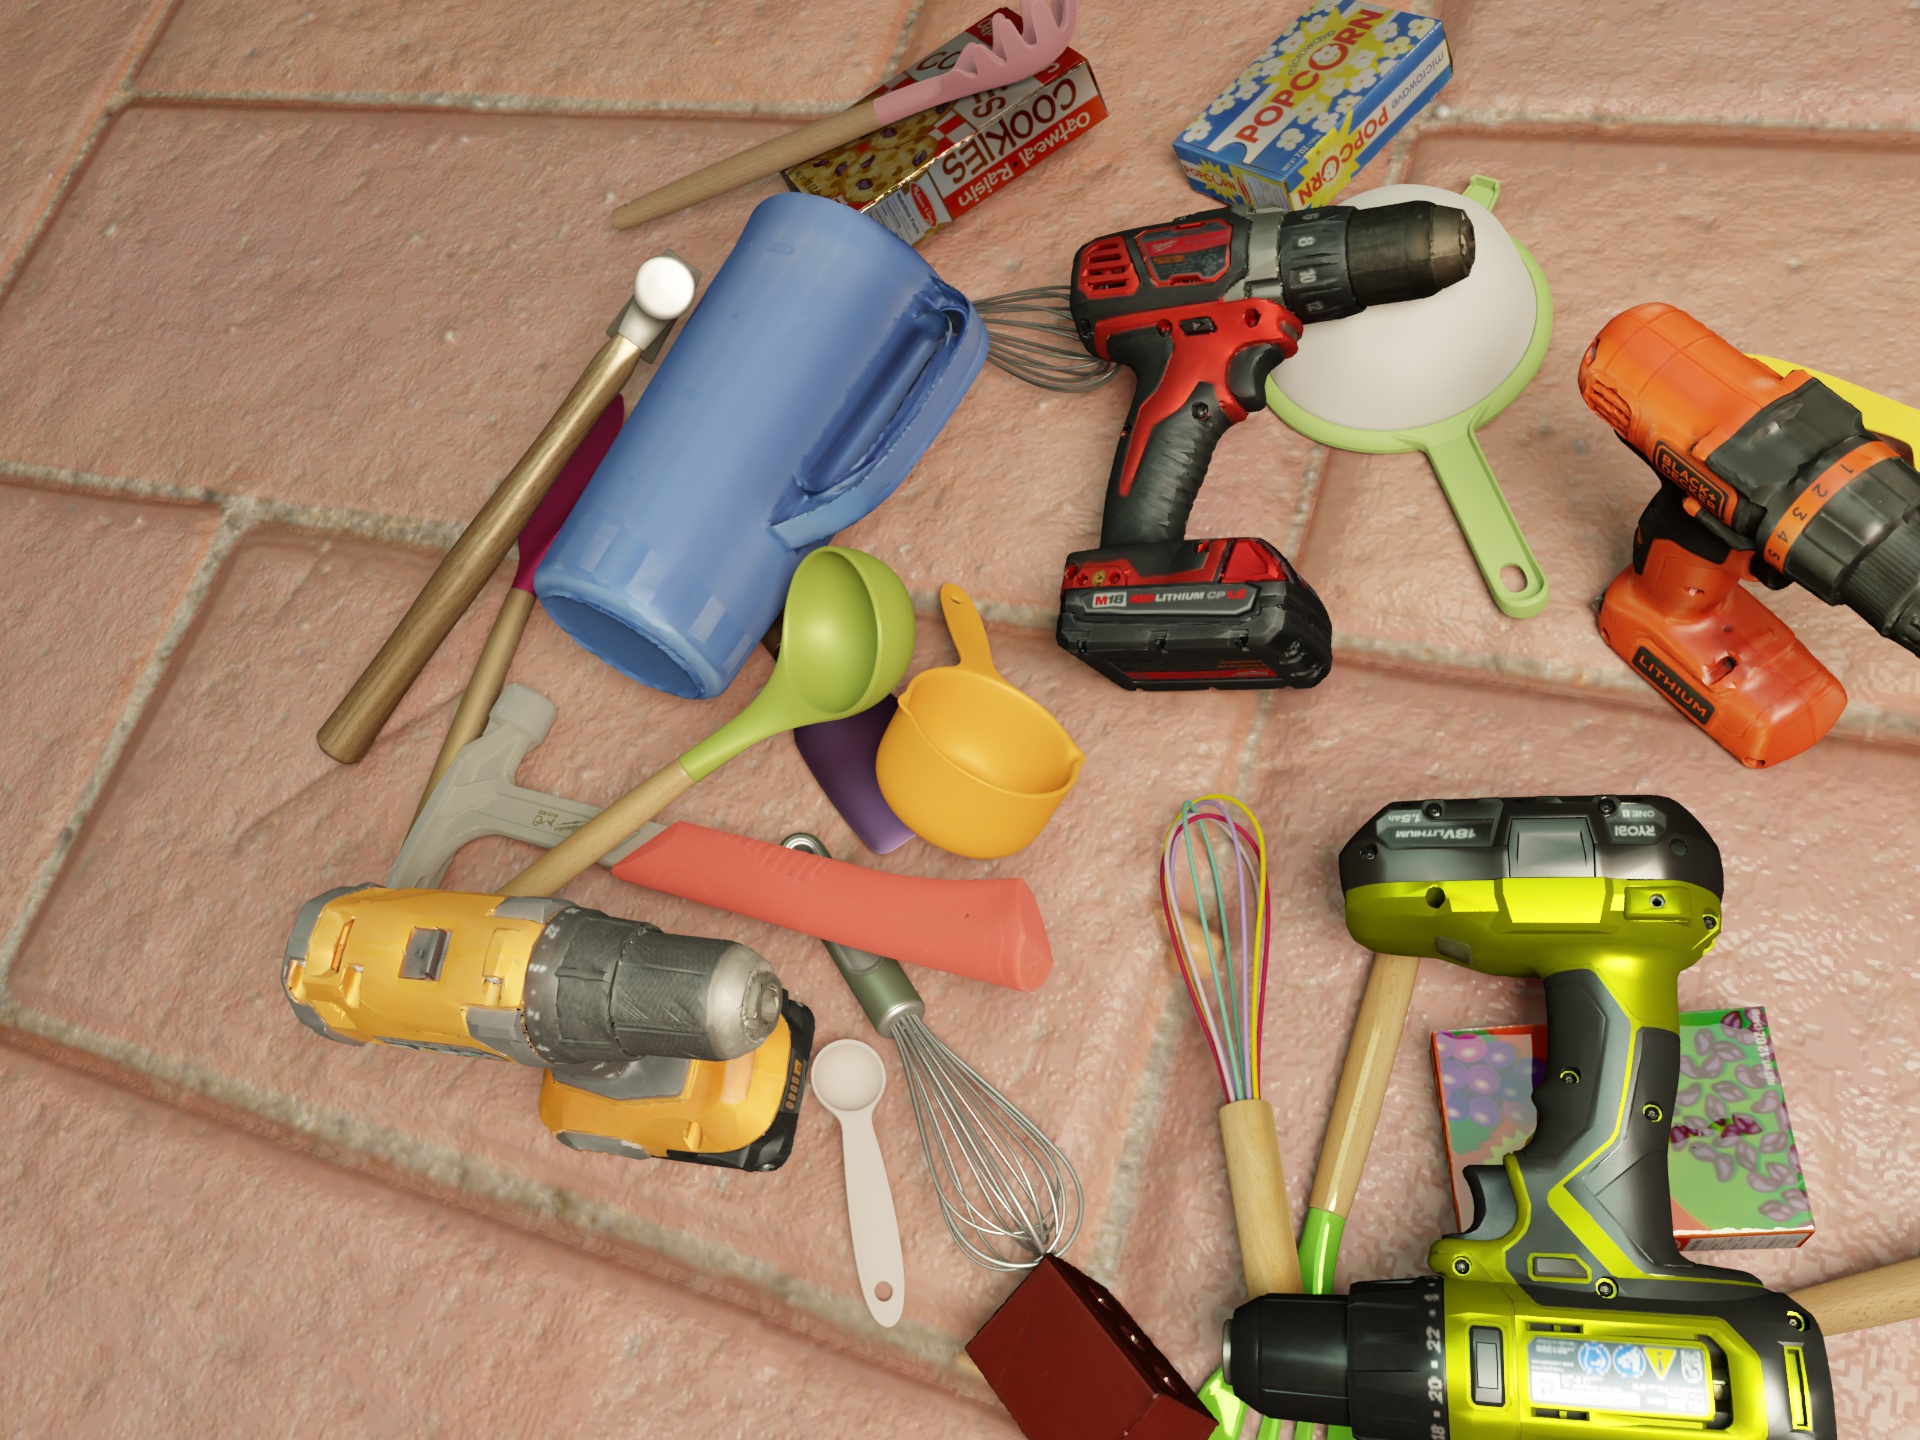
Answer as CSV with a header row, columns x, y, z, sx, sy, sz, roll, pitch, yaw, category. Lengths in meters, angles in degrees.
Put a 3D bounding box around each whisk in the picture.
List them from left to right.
x,y,z,sx,sy,sz,roll,pitch,yaw,category
-0.023,0.139,0.709,0.058,0.059,0.247,-29,55,-11,whisk
-0.011,-0.224,0.877,0.239,0.055,0.055,19,73,29,whisk
0.116,0.136,0.652,0.047,0.051,0.245,-9,57,8,whisk

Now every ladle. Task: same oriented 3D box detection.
x,y,z,sx,sy,sz,roll,pitch,yaw,category
-0.152,0.034,0.731,0.320,0.062,0.078,-37,59,6,ladle

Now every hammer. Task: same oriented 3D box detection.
x,y,z,sx,sy,sz,roll,pitch,yaw,category
-0.245,-0.114,0.862,0.331,0.031,0.130,-52,16,8,hammer
-0.122,0.077,0.747,0.359,0.036,0.149,11,67,31,hammer

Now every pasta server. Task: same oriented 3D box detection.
x,y,z,sx,sy,sz,roll,pitch,yaw,category
-0.073,-0.341,0.898,0.316,0.040,0.060,-12,35,25,pasta server

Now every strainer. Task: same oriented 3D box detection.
x,y,z,sx,sy,sz,roll,pitch,yaw,category
0.224,-0.167,0.759,0.151,0.069,0.257,-19,60,9,strainer

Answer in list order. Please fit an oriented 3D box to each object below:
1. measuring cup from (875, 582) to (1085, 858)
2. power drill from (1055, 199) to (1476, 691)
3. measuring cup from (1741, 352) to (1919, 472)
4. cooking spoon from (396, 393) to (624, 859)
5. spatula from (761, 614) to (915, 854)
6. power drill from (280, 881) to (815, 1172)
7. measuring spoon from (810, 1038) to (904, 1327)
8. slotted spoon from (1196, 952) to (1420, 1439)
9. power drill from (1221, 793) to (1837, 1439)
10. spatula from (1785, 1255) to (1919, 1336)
x,y,z,sx,sy,sz,roll,pitch,yaw,category
-0.001,-0.002,0.765,0.052,0.095,0.174,-61,24,29,measuring cup
0.136,-0.133,0.731,0.188,0.080,0.227,-1,76,28,power drill
0.410,-0.128,0.712,0.062,0.029,0.157,-46,49,-7,measuring cup
-0.253,-0.048,0.887,0.069,0.017,0.319,2,65,37,cooking spoon
-0.103,-0.056,0.843,0.060,0.018,0.316,-36,61,-6,spatula
-0.131,0.126,0.645,0.185,0.226,0.084,2,67,19,power drill
-0.044,0.204,0.704,0.034,0.018,0.124,-4,67,-19,measuring spoon
0.158,0.175,0.644,0.070,0.031,0.314,6,65,36,slotted spoon
0.192,0.148,0.571,0.190,0.080,0.229,-2,66,17,power drill
0.309,0.202,0.549,0.317,0.044,0.082,-26,55,23,spatula
